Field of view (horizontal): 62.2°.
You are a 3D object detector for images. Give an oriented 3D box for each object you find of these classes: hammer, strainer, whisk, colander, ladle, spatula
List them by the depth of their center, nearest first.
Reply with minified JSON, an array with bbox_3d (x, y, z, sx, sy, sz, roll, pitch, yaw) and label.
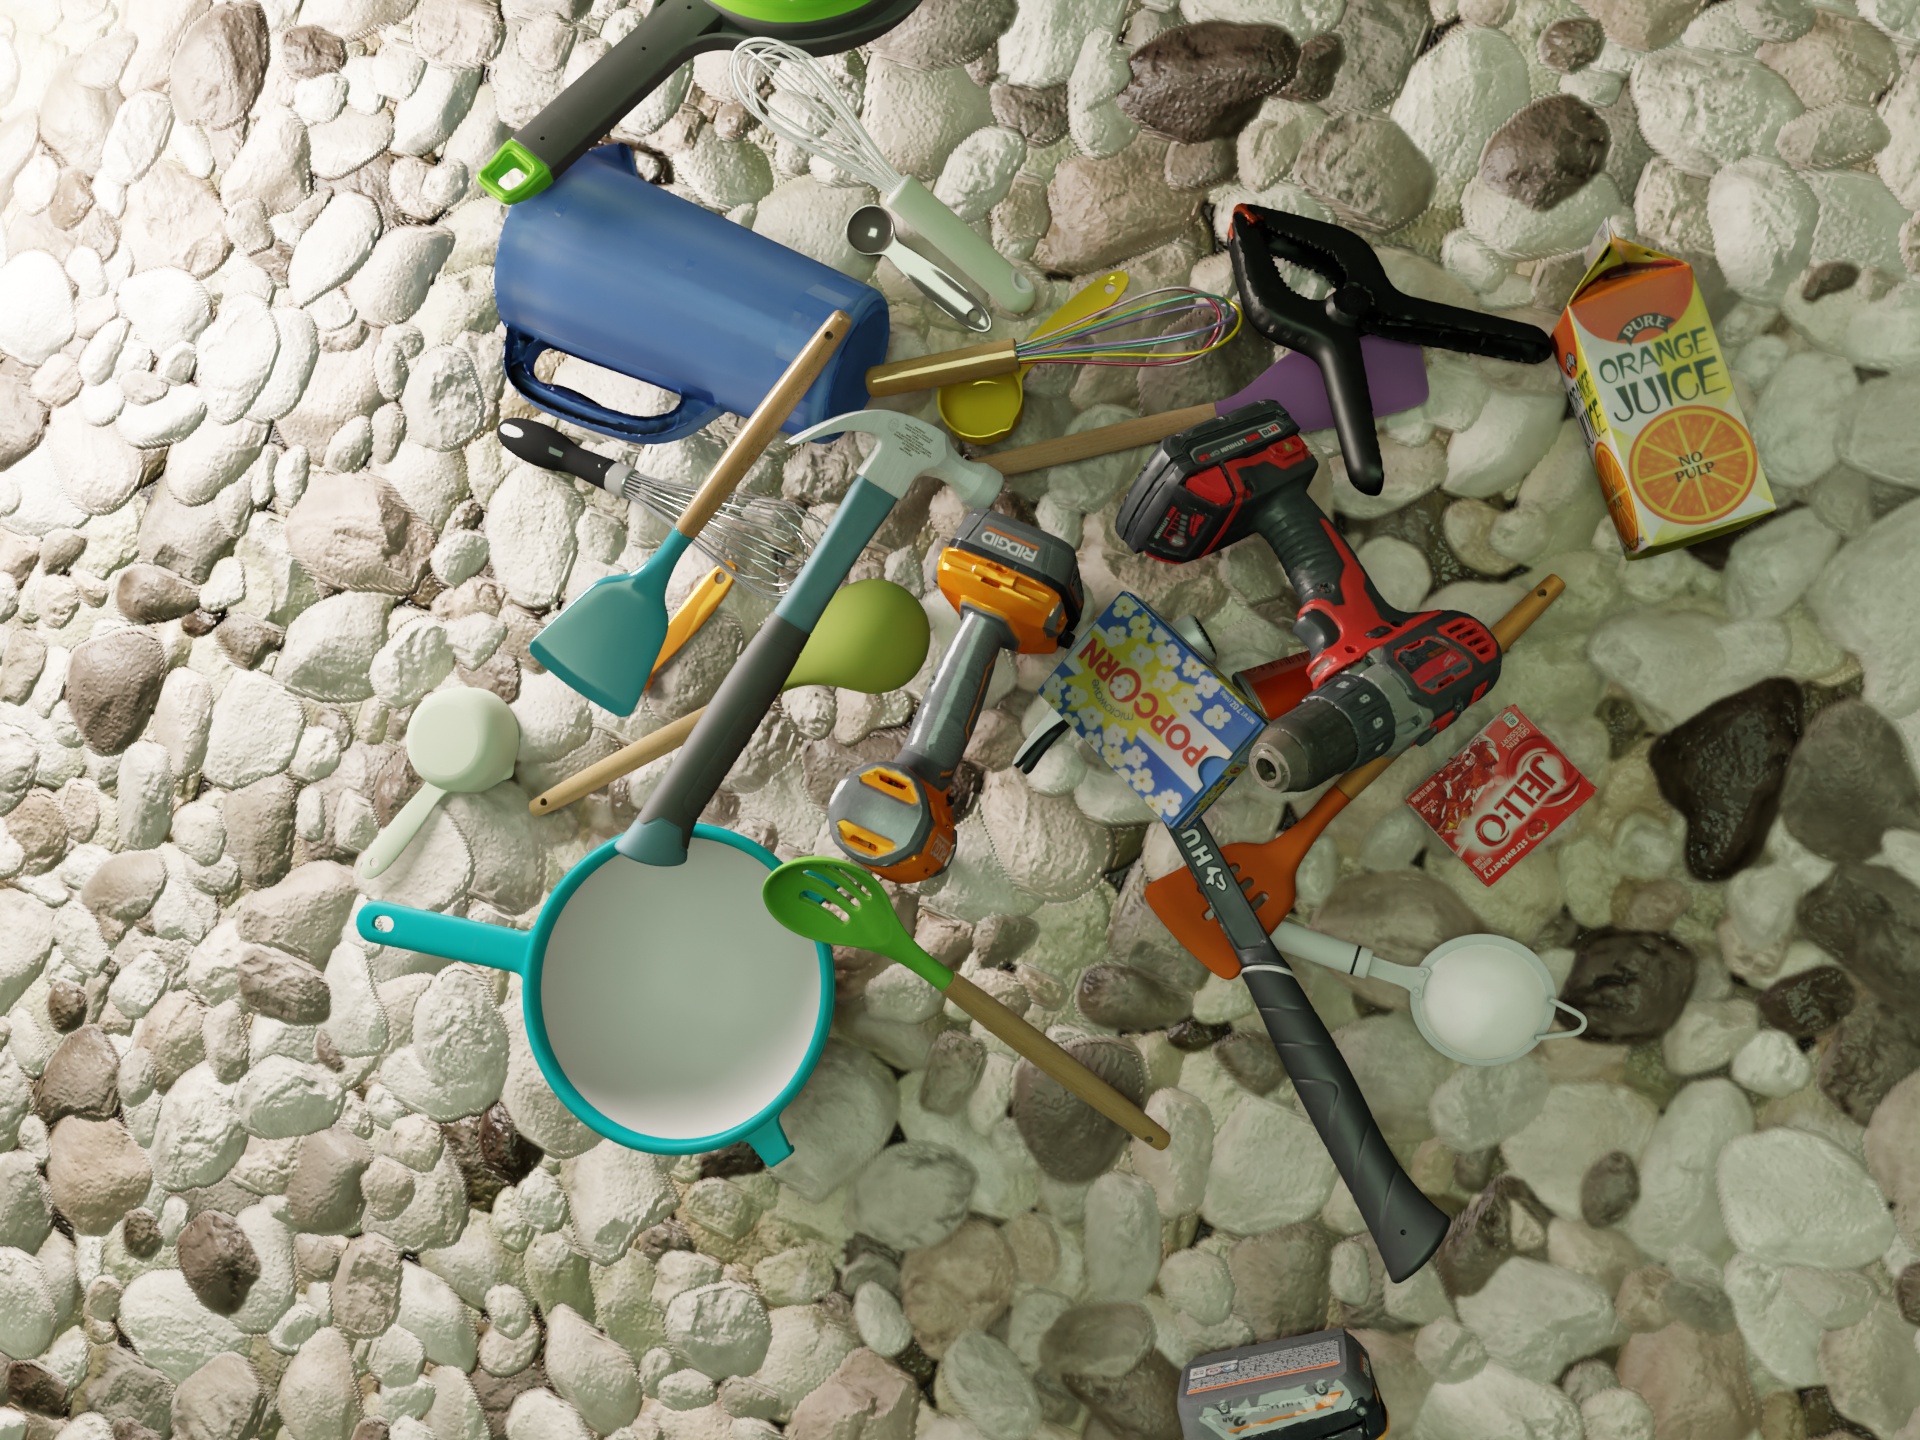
[{"bbox_3d":[0.170,0.136,0.957,0.149,0.036,0.409,-30,67,10],"label":"hammer"},{"bbox_3d":[0.257,0.155,0.988,0.258,0.050,0.087,17,106,16],"label":"strainer"},{"bbox_3d":[0.254,0.026,0.990,0.322,0.041,0.081,-46,65,6],"label":"spatula"},{"bbox_3d":[-0.112,-0.049,0.999,0.128,0.033,0.331,32,92,-18],"label":"hammer"},{"bbox_3d":[-0.164,-0.482,1.009,0.204,0.094,0.397,39,76,10],"label":"colander"},{"bbox_3d":[0.058,-0.237,1.019,0.245,0.051,0.047,-9,84,10],"label":"whisk"},{"bbox_3d":[-0.165,-0.136,1.025,0.082,0.044,0.317,37,118,-10],"label":"spatula"},{"bbox_3d":[-0.047,-0.347,1.026,0.246,0.058,0.059,38,141,-17],"label":"whisk"},{"bbox_3d":[0.141,-0.196,1.035,0.316,0.018,0.060,-12,85,11],"label":"spatula"},{"bbox_3d":[-0.236,0.165,1.072,0.340,0.095,0.211,9,85,14],"label":"strainer"},{"bbox_3d":[-0.164,-0.005,1.095,0.320,0.062,0.078,-26,84,18],"label":"ladle"},{"bbox_3d":[-0.206,-0.155,1.099,0.285,0.070,0.070,25,94,18],"label":"whisk"}]

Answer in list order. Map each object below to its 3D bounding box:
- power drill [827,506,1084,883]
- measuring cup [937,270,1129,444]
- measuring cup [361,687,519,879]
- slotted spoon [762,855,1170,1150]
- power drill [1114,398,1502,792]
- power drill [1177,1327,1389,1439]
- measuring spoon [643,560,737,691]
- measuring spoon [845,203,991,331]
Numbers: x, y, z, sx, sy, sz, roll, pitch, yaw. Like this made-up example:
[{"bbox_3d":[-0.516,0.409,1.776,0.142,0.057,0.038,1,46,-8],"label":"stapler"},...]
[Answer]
[{"bbox_3d":[-0.002,-0.003,1.005,0.084,0.164,0.226,24,81,13],"label":"power drill"},{"bbox_3d":[0.052,-0.242,1.059,0.156,0.029,0.062,-40,76,-3],"label":"measuring cup"},{"bbox_3d":[-0.386,0.049,1.139,0.083,0.038,0.167,40,95,11],"label":"measuring cup"},{"bbox_3d":[0.010,0.179,0.997,0.313,0.031,0.070,38,121,-11],"label":"slotted spoon"},{"bbox_3d":[0.190,-0.068,0.935,0.188,0.080,0.227,-26,69,-32],"label":"power drill"},{"bbox_3d":[0.241,0.494,0.961,0.185,0.084,0.226,-17,89,12],"label":"power drill"},{"bbox_3d":[-0.196,-0.066,1.113,0.021,0.011,0.117,42,98,11],"label":"measuring spoon"},{"bbox_3d":[-0.027,-0.304,1.082,0.124,0.018,0.034,41,97,4],"label":"measuring spoon"}]
